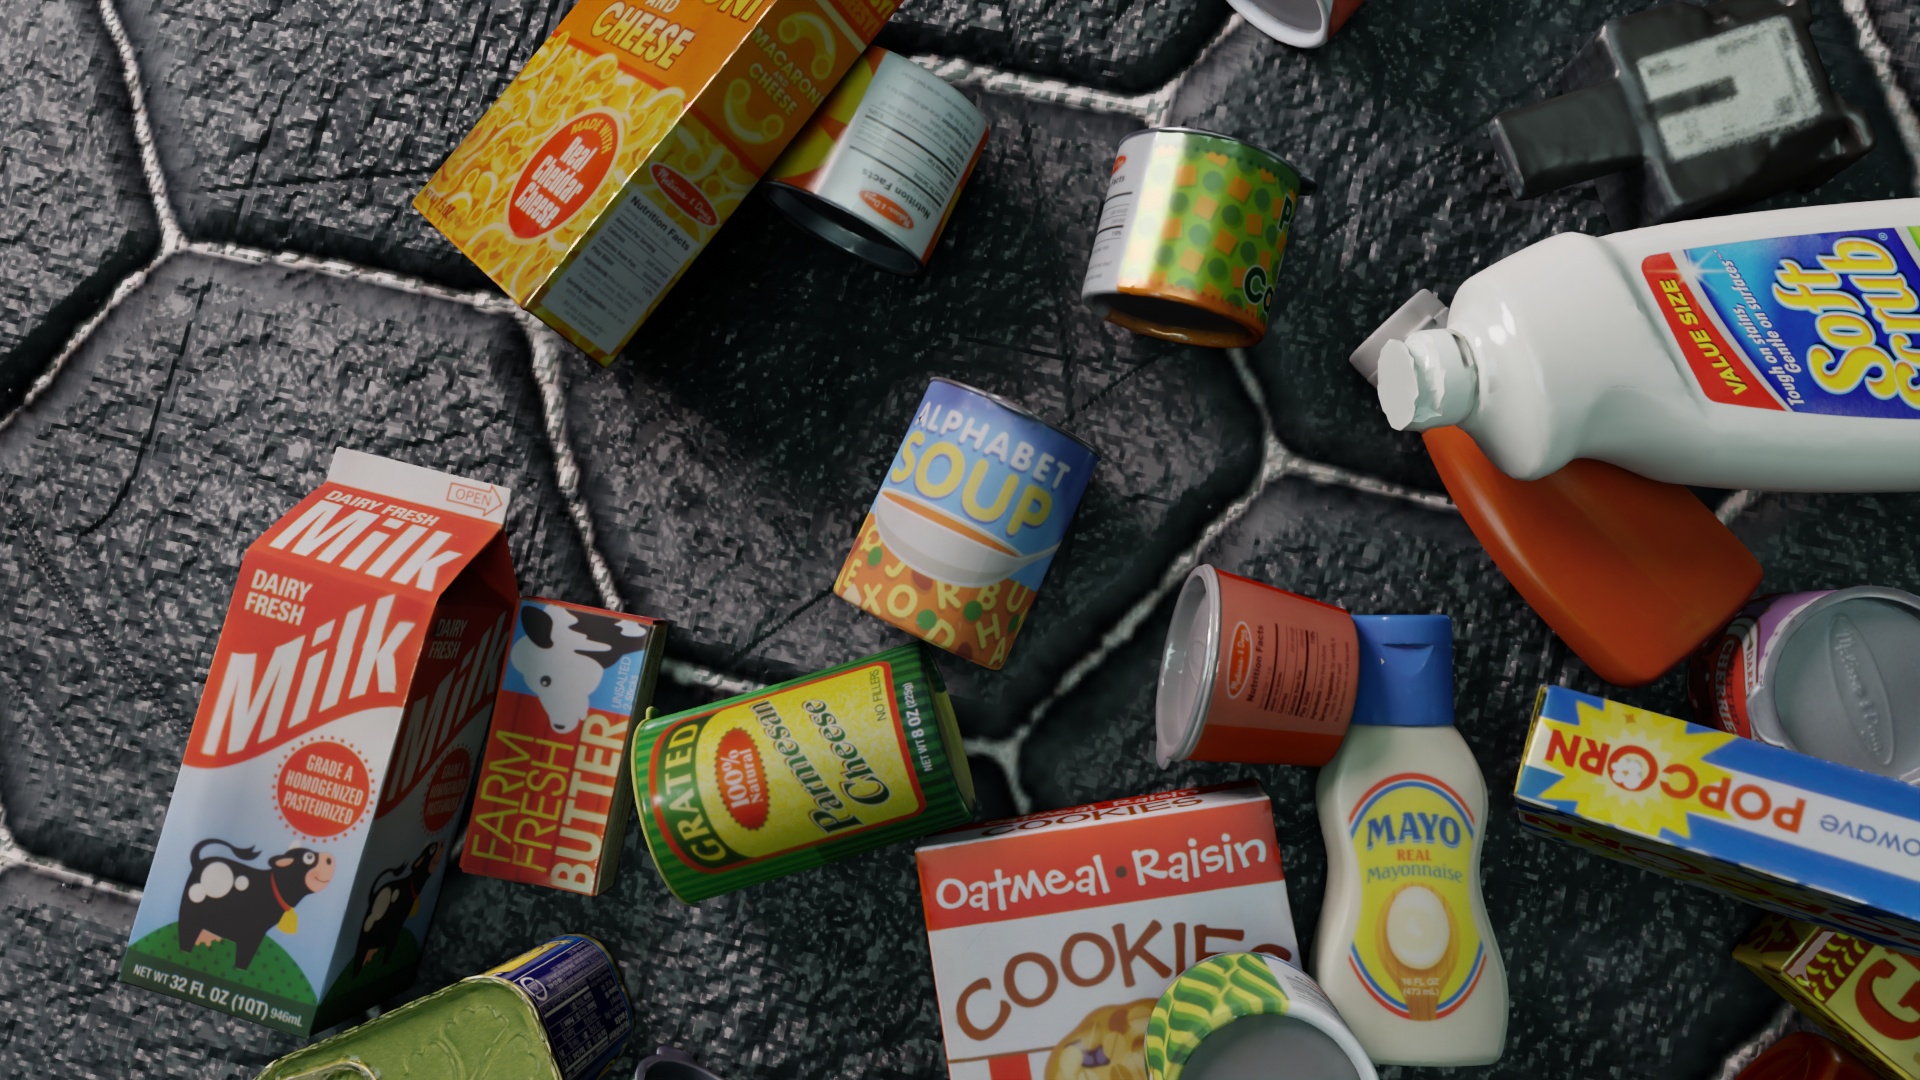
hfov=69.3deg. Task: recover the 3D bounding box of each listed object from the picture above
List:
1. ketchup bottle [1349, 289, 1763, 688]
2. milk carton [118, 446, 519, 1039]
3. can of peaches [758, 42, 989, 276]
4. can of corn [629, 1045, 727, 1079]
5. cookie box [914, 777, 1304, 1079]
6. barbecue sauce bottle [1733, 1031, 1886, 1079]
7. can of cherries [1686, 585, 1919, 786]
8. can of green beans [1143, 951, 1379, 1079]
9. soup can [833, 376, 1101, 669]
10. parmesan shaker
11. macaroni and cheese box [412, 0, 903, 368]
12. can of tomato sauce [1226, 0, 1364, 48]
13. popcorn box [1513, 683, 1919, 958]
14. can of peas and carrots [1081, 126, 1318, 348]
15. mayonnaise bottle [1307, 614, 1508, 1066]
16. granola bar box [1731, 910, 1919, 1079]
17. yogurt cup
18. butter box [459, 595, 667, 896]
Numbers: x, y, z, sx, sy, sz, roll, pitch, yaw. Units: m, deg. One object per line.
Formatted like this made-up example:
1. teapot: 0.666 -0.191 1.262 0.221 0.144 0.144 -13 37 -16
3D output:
1. ketchup bottle: 0.200 -0.023 0.481 0.065 0.043 0.149 -41 83 -6
2. milk carton: -0.217 0.065 0.494 0.072 0.073 0.190 14 86 6
3. can of peaches: -0.032 -0.137 0.501 0.071 0.071 0.058 26 88 6
4. can of corn: -0.101 0.220 0.475 0.071 0.071 0.058 36 90 7
5. cookie box: 0.058 0.176 0.478 0.123 0.040 0.167 -10 85 4
6. barbecue sauce bottle: 0.319 0.232 0.449 0.148 0.044 0.065 40 97 6
7. can of cherries: 0.284 0.049 0.461 0.071 0.058 0.071 0 86 5
8. can of green beans: 0.091 0.166 0.426 0.071 0.058 0.071 0 86 4
9. soup can: 0.002 -0.006 0.482 0.071 0.071 0.084 25 88 6
10. parmesan shaker: -0.053 0.077 0.483 0.103 0.071 0.071 -17 84 3
11. macaroni and cheese box: -0.109 -0.155 0.490 0.166 0.040 0.124 -51 46 -1
12. can of tomato sauce: 0.135 -0.228 0.493 0.071 0.071 0.083 42 91 7
13. popcorn box: 0.240 0.087 0.426 0.127 0.085 0.038 16 80 27
14. can of peas and carrots: 0.083 -0.104 0.487 0.071 0.071 0.058 14 88 6
15. mayonnaise bottle: 0.151 0.100 0.476 0.065 0.041 0.148 -1 86 6
16. granola bar box: 0.364 0.118 0.457 0.124 0.039 0.165 40 89 7
17. yogurt cup: 0.101 0.046 0.474 0.054 0.072 0.072 10 86 -2
18. butter box: -0.145 0.075 0.511 0.053 0.024 0.103 11 86 5
